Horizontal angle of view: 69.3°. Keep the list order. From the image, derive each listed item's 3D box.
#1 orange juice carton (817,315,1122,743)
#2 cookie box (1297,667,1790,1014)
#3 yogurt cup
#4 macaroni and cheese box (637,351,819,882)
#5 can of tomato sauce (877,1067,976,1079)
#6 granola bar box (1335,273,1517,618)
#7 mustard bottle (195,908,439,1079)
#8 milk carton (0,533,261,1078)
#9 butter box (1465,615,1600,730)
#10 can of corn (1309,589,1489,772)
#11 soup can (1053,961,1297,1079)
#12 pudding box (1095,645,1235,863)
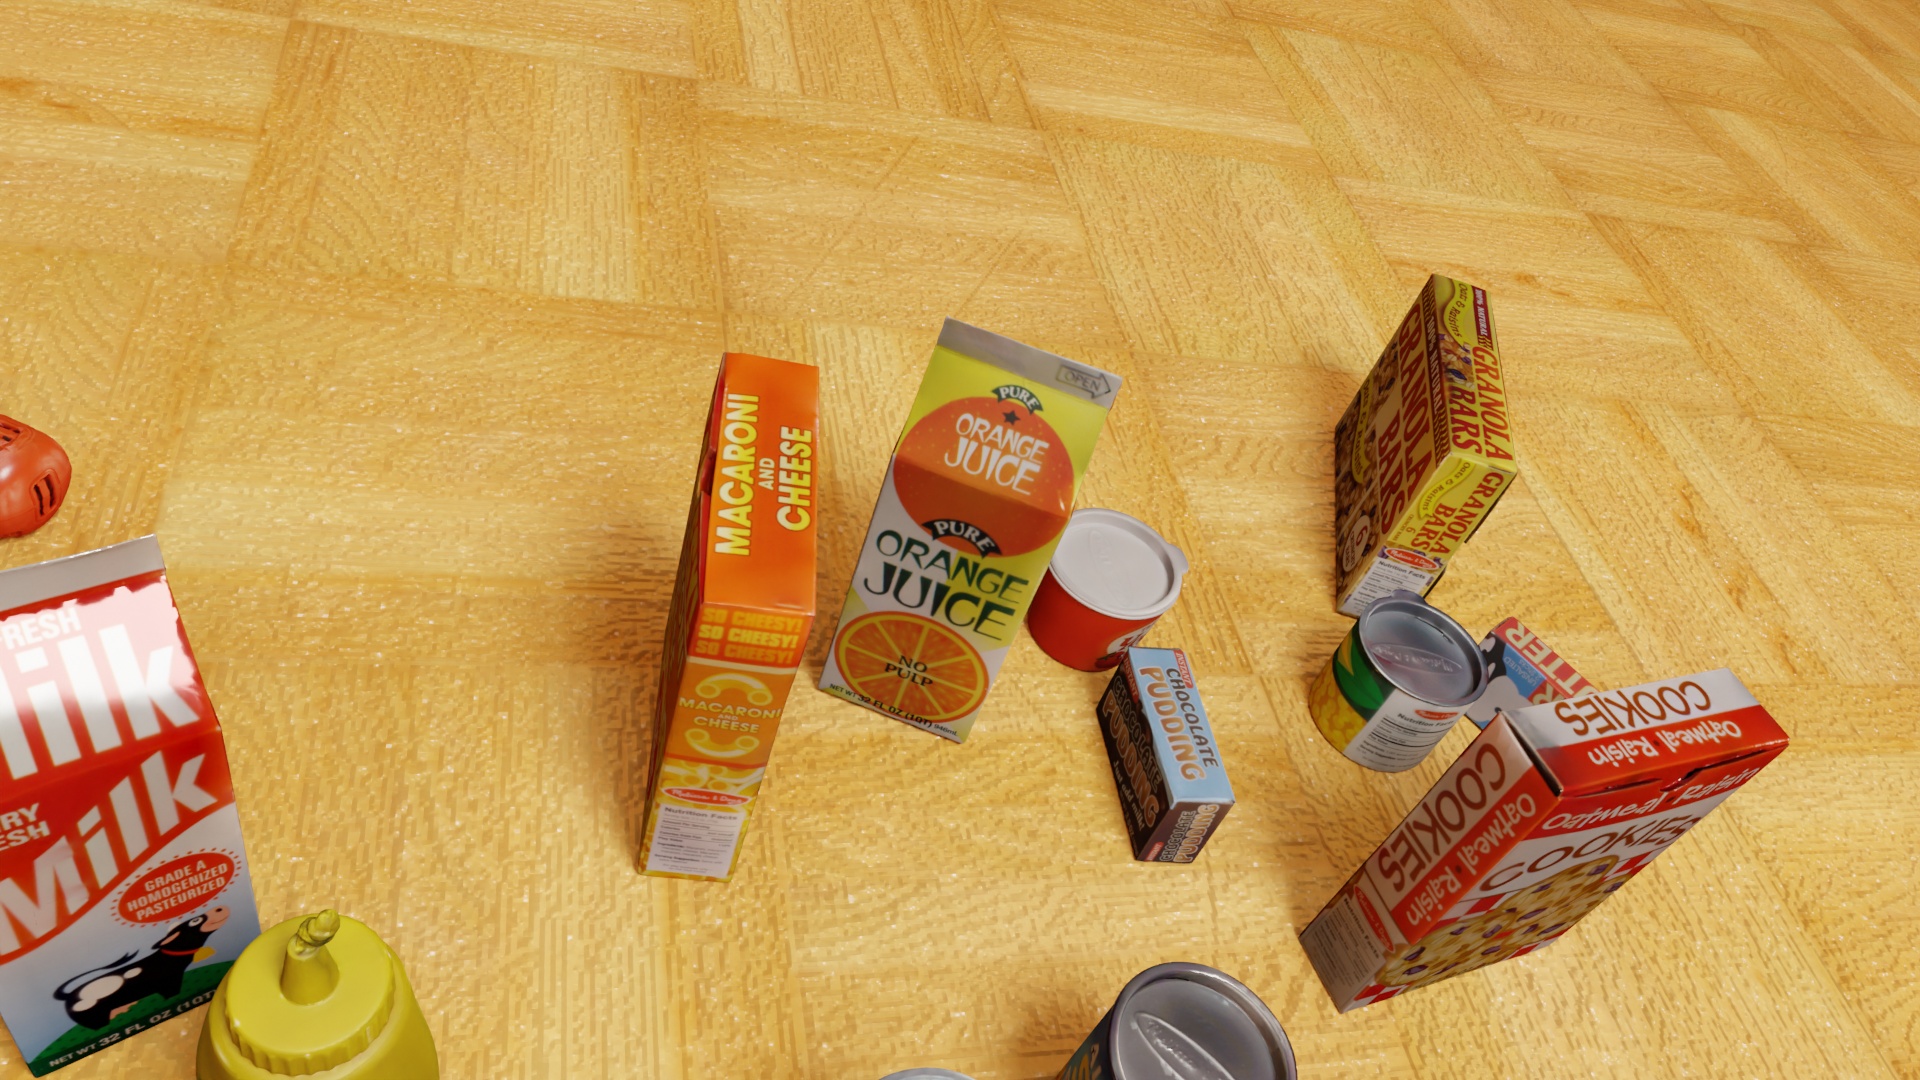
[{"bbox_3d":[0.002,-0.007,0.576,0.072,0.191,0.073,21,44,-1],"label":"orange juice carton"},{"bbox_3d":[0.227,0.122,0.554,0.123,0.166,0.040,-6,50,-26],"label":"cookie box"},{"bbox_3d":[0.066,0.026,0.668,0.072,0.053,0.073,11,45,-11],"label":"yogurt cup"},{"bbox_3d":[-0.088,0.032,0.522,0.040,0.165,0.124,8,45,-13],"label":"macaroni and cheese box"},{"bbox_3d":[-0.016,0.214,0.432,0.071,0.082,0.071,11,45,-11],"label":"can of tomato sauce"},{"bbox_3d":[0.251,-0.050,0.763,0.039,0.123,0.166,19,44,-3],"label":"granola bar box"},{"bbox_3d":[-0.178,0.143,0.383,0.065,0.159,0.049,30,44,9],"label":"mustard bottle"},{"bbox_3d":[-0.257,0.071,0.402,0.072,0.189,0.073,-20,57,-35],"label":"milk carton"},{"bbox_3d":[0.297,0.091,0.693,0.024,0.052,0.104,-25,60,-37],"label":"butter box"},{"bbox_3d":[0.212,0.069,0.679,0.071,0.058,0.071,11,45,-11],"label":"can of corn"},{"bbox_3d":[0.067,0.197,0.480,0.071,0.083,0.072,11,45,-11],"label":"soup can"},{"bbox_3d":[0.089,0.094,0.614,0.030,0.049,0.084,4,46,-17],"label":"pudding box"}]
